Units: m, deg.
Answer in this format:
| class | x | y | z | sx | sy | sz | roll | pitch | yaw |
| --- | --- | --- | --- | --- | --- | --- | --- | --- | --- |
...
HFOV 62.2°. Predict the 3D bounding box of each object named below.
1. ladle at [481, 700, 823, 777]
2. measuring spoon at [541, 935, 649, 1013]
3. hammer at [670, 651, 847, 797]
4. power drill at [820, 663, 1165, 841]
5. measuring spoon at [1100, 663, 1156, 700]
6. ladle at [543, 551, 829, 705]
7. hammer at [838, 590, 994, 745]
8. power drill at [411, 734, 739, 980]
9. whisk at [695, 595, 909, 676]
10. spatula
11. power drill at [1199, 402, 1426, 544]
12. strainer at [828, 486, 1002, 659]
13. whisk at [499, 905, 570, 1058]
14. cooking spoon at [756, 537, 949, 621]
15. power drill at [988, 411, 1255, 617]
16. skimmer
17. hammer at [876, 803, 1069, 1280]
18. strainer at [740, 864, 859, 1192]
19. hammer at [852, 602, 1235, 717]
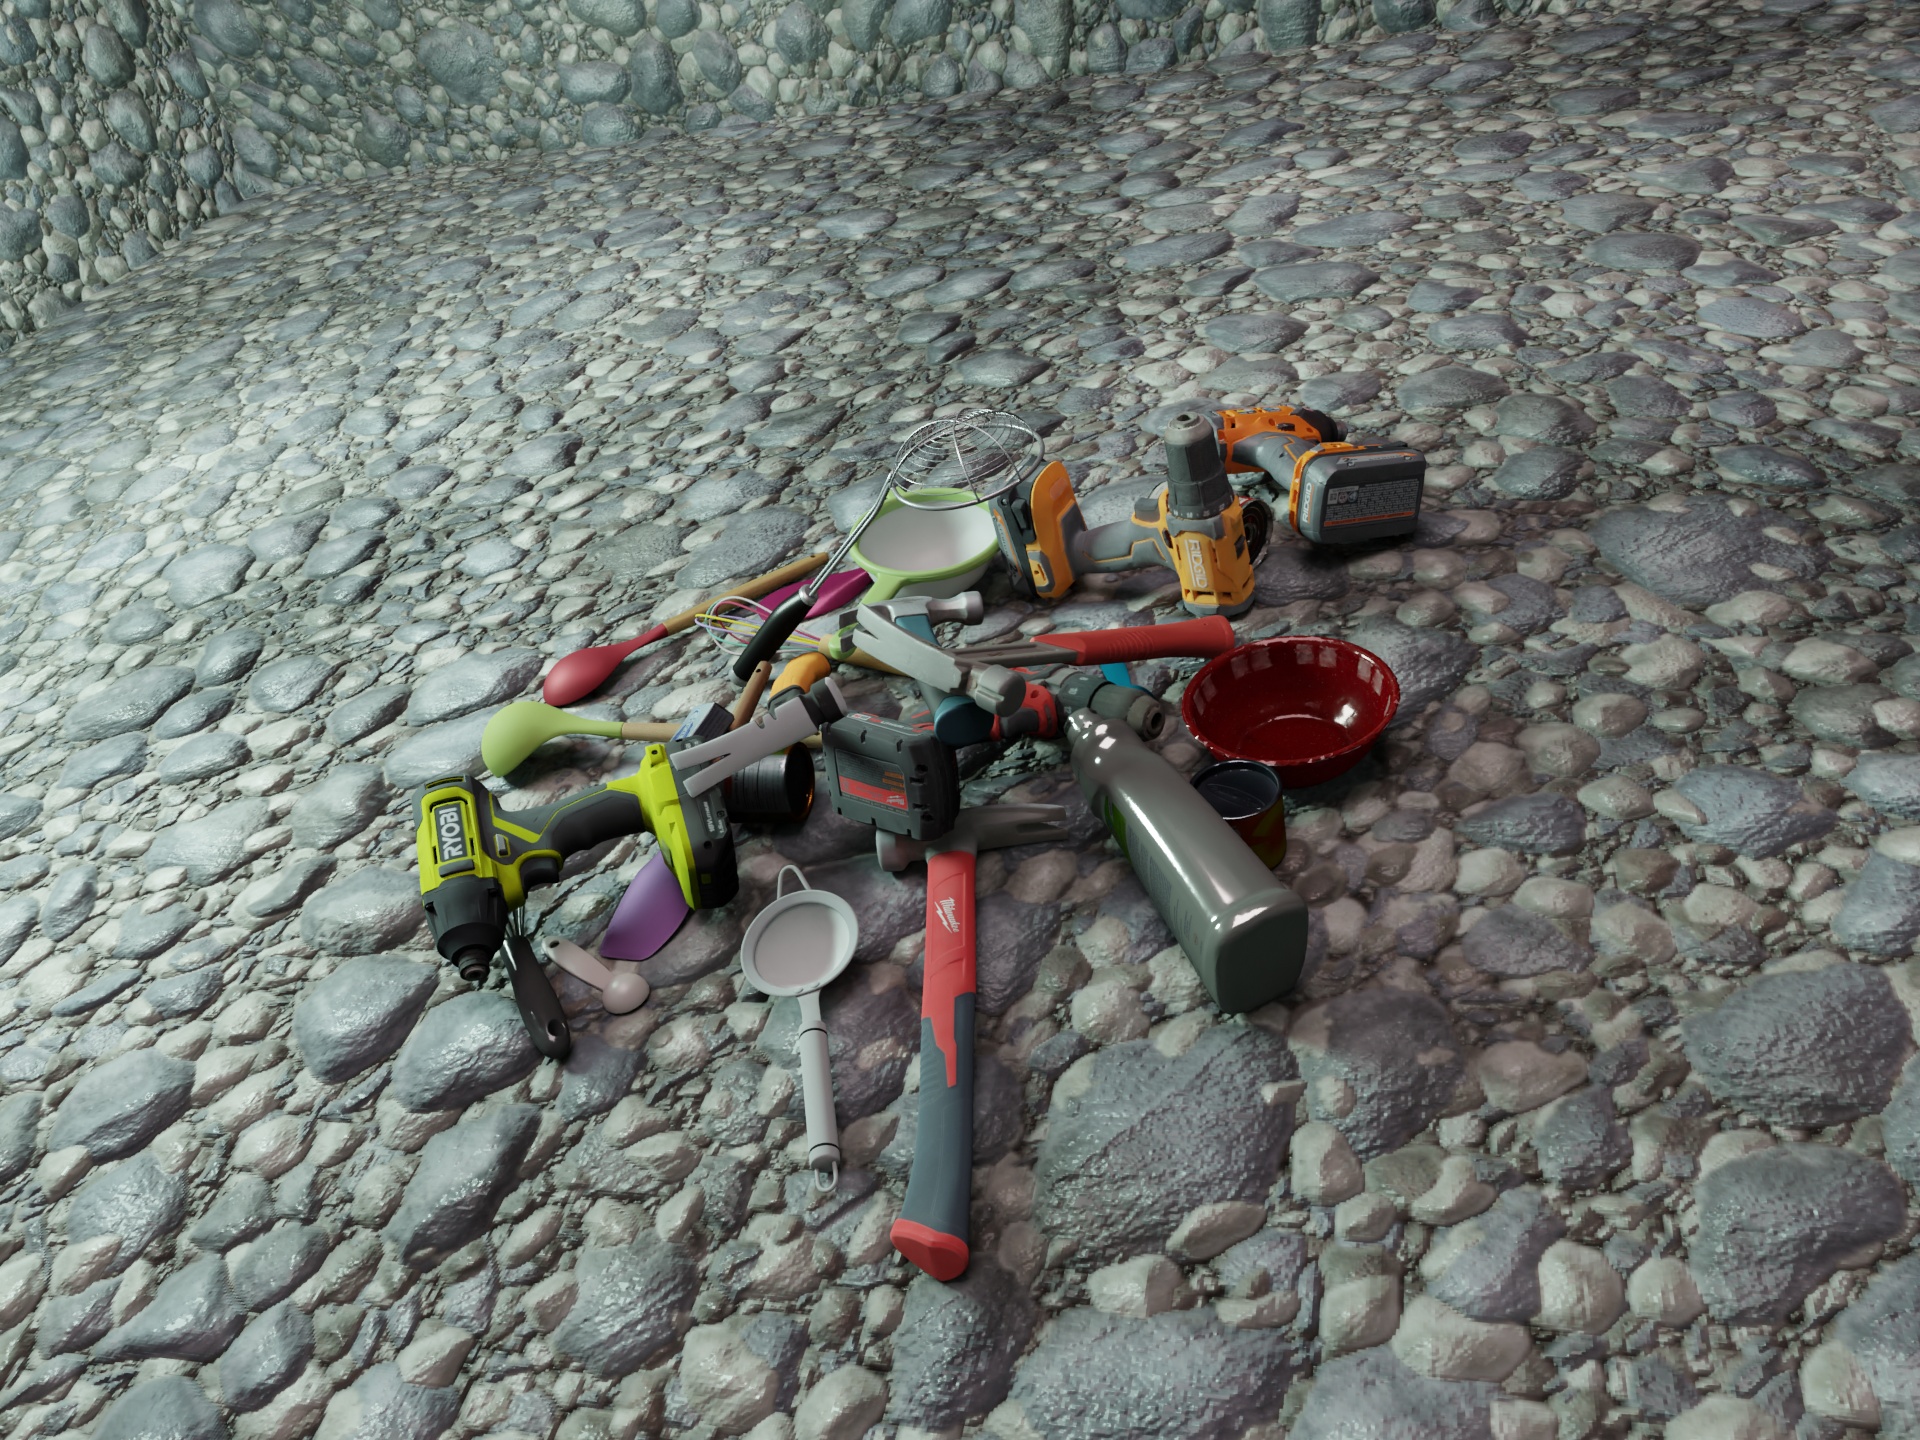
| class | x | y | z | sx | sy | sz | roll | pitch | yaw |
| --- | --- | --- | --- | --- | --- | --- | --- | --- | --- |
| ladle | -0.263 | 0.020 | 1.375 | 0.320 | 0.062 | 0.078 | 2 | 36 | 10 |
| measuring spoon | -0.273 | 0.179 | 1.166 | 0.124 | 0.018 | 0.034 | 21 | 48 | 40 |
| hammer | -0.143 | -0.014 | 1.260 | 0.127 | 0.034 | 0.337 | -27 | 9 | 3 |
| power drill | 0.027 | 0.011 | 1.216 | 0.188 | 0.080 | 0.226 | 13 | 28 | 41 |
| measuring spoon | 0.132 | -0.041 | 1.334 | 0.042 | 0.021 | 0.129 | -14 | 36 | -1 |
| ladle | -0.263 | -0.097 | 1.542 | 0.315 | 0.031 | 0.069 | -28 | 37 | -23 |
| hammer | -0.022 | -0.046 | 1.232 | 0.128 | 0.033 | 0.331 | -6 | 18 | -7 |
| power drill | -0.284 | 0.100 | 1.176 | 0.223 | 0.080 | 0.171 | -13 | 49 | -13 |
| whisk | -0.140 | -0.073 | 1.458 | 0.245 | 0.047 | 0.051 | 14 | 55 | 27 |
| spatula | -0.207 | 0.065 | 1.279 | 0.060 | 0.018 | 0.316 | 2 | 46 | 18 |
| power drill | 0.336 | -0.242 | 1.491 | 0.164 | 0.084 | 0.227 | -9 | 29 | -19 |
| strainer | -0.049 | -0.120 | 1.466 | 0.151 | 0.069 | 0.256 | 12 | 45 | 24 |
| whisk | -0.333 | 0.168 | 1.178 | 0.055 | 0.055 | 0.239 | -25 | 41 | -16 |
| cooking spoon | -0.050 | -0.161 | 1.565 | 0.319 | 0.017 | 0.069 | -22 | 37 | -11 |
| power drill | 0.140 | -0.184 | 1.394 | 0.226 | 0.185 | 0.084 | 8 | 42 | 32 |
| skimmer | -0.073 | -0.131 | 1.355 | 0.363 | 0.090 | 0.127 | -46 | 23 | 33 |
| hammer | 0.007 | 0.189 | 1.044 | 0.143 | 0.038 | 0.387 | -7 | 35 | 6 |
| strainer | -0.099 | 0.204 | 1.058 | 0.087 | 0.050 | 0.259 | -18 | 41 | 4 |
| hammer | 0.089 | -0.058 | 1.214 | 0.149 | 0.036 | 0.359 | 28 | 23 | 36 |
